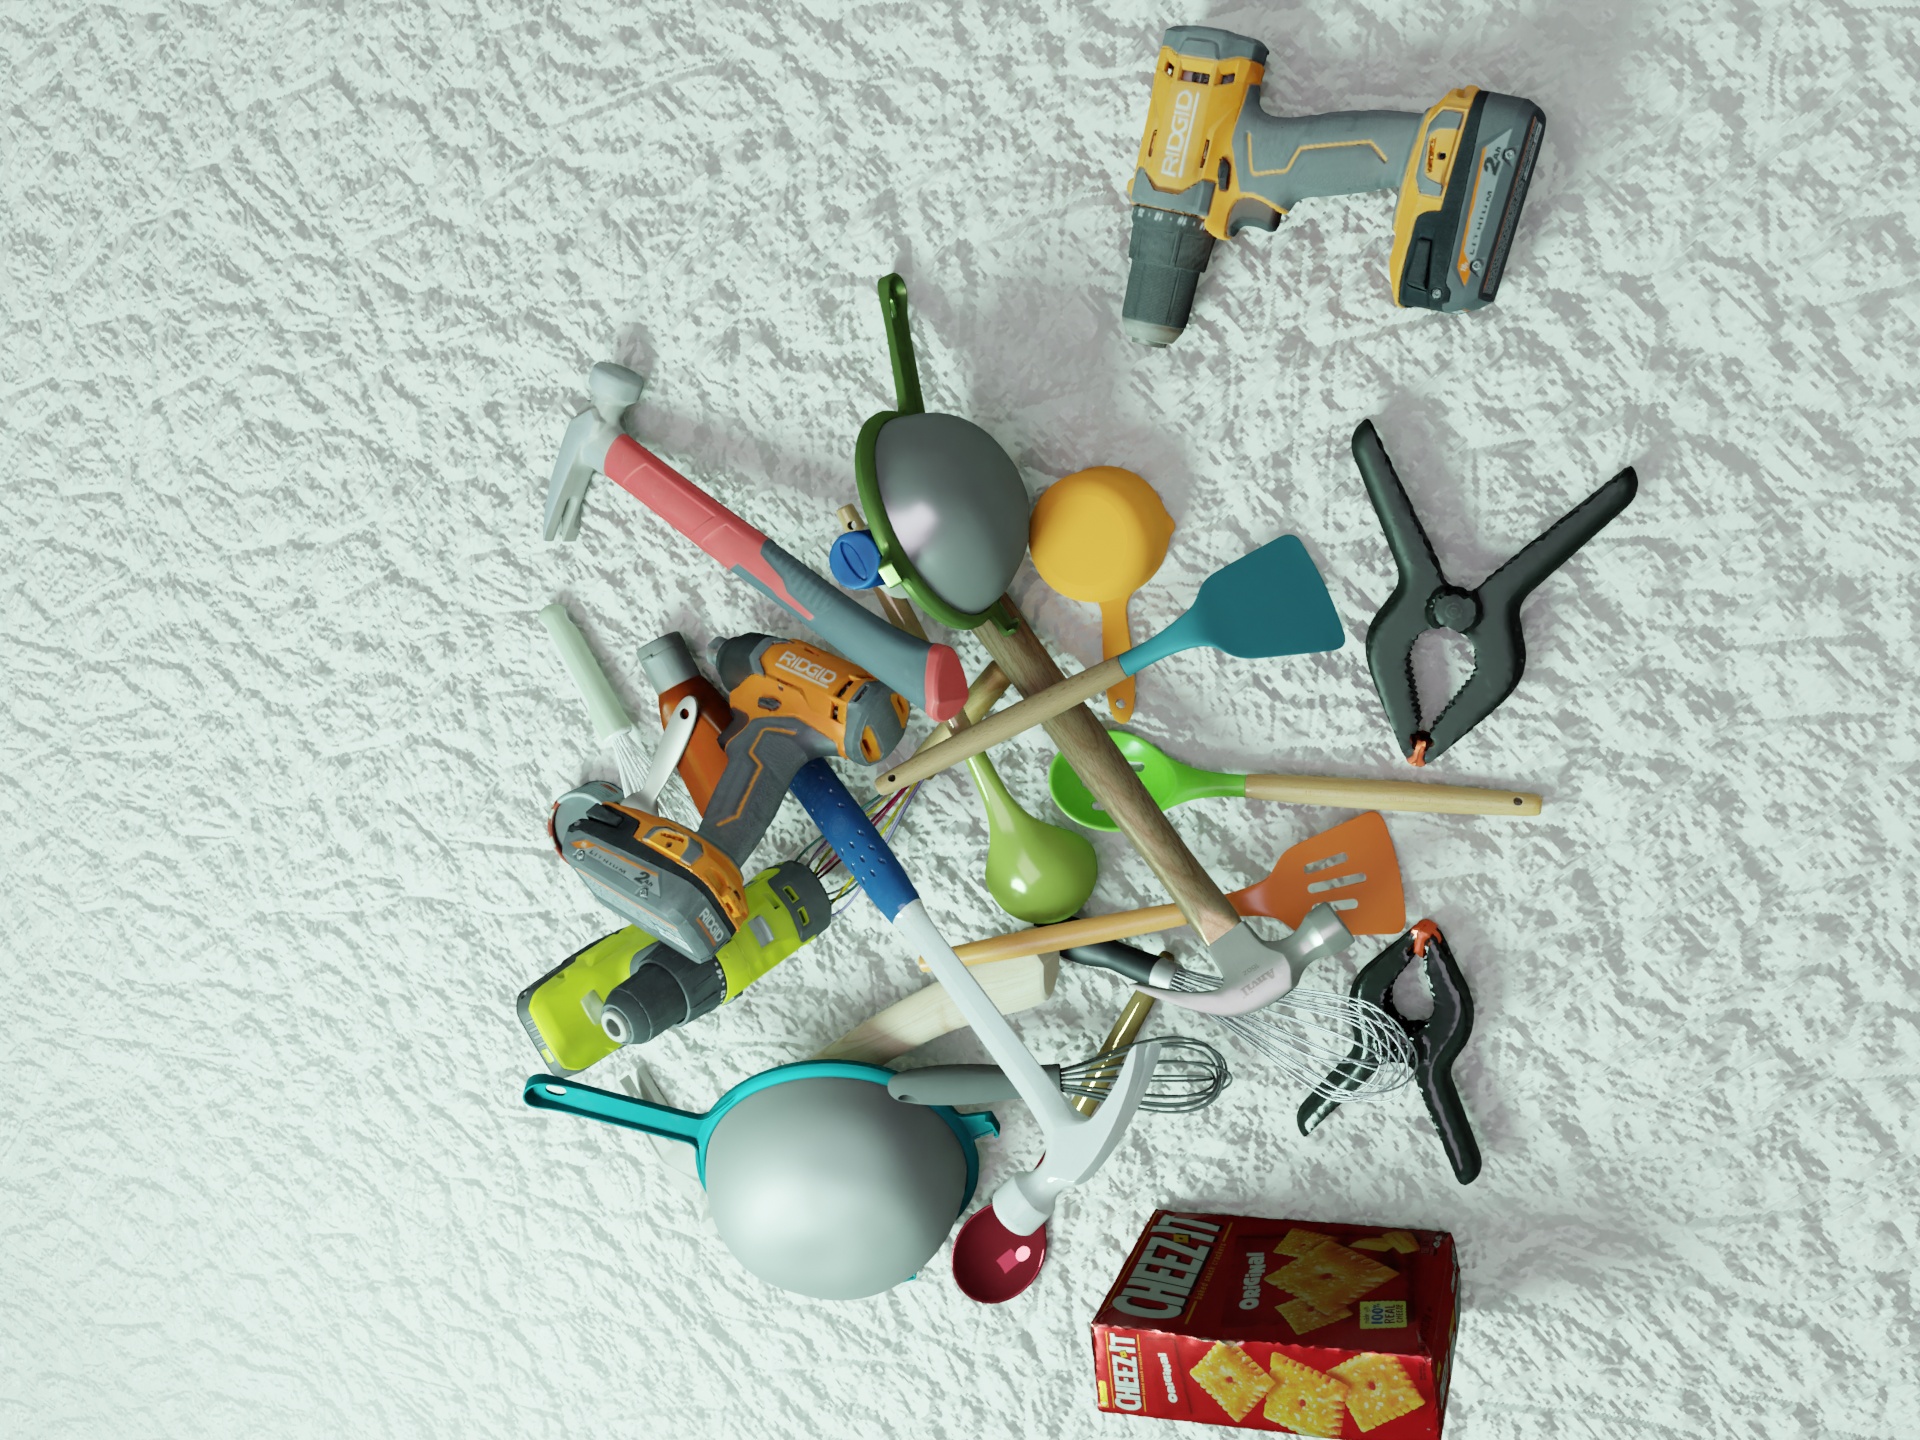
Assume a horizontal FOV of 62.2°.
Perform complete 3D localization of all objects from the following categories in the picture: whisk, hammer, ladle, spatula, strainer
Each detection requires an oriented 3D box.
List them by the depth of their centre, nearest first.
[{"bbox_3d":[-0.006,-0.187,1.021,0.069,0.151,0.256,-21,69,28],"label":"strainer"},{"bbox_3d":[0.086,-0.020,1.026,0.317,0.044,0.082,-26,75,16],"label":"spatula"},{"bbox_3d":[0.102,0.047,1.035,0.130,0.031,0.331,-38,71,7],"label":"hammer"},{"bbox_3d":[0.164,0.181,1.050,0.285,0.070,0.070,18,109,34],"label":"whisk"},{"bbox_3d":[0.127,0.131,1.052,0.322,0.041,0.081,-13,87,15],"label":"spatula"},{"bbox_3d":[-0.026,0.132,1.062,0.144,0.035,0.406,-49,58,15],"label":"hammer"},{"bbox_3d":[-0.002,-0.003,1.084,0.078,0.062,0.320,-27,94,12],"label":"ladle"},{"bbox_3d":[-0.149,-0.100,1.099,0.387,0.038,0.143,37,115,27],"label":"hammer"},{"bbox_3d":[0.067,0.248,1.099,0.239,0.055,0.055,-4,101,6],"label":"whisk"},{"bbox_3d":[-0.152,0.332,1.136,0.340,0.095,0.211,18,122,-12],"label":"strainer"},{"bbox_3d":[-0.044,0.048,1.140,0.051,0.047,0.245,39,109,-2],"label":"whisk"},{"bbox_3d":[0.078,0.295,1.151,0.069,0.031,0.315,24,109,-7],"label":"ladle"},{"bbox_3d":[-0.094,0.250,1.192,0.410,0.038,0.146,-36,86,29],"label":"hammer"},{"bbox_3d":[-0.259,0.018,1.218,0.059,0.058,0.246,-29,85,-9],"label":"whisk"}]

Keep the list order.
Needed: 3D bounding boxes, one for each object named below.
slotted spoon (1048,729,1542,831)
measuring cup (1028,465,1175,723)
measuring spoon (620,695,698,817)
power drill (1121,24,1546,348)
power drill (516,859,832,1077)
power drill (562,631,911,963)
[{"bbox_3d":[0.212,0.047,1.037,0.314,0.031,0.070,3,75,19],"label":"slotted spoon"},{"bbox_3d":[0.092,-0.079,1.044,0.095,0.052,0.173,-3,99,23],"label":"measuring cup"},{"bbox_3d":[-0.223,0.034,1.170,0.034,0.018,0.124,35,112,18],"label":"measuring spoon"},{"bbox_3d":[0.204,-0.296,0.936,0.226,0.084,0.185,20,109,22],"label":"power drill"},{"bbox_3d":[-0.221,0.187,1.143,0.228,0.190,0.080,-26,95,43],"label":"power drill"},{"bbox_3d":[-0.161,0.035,1.081,0.164,0.226,0.084,24,153,30],"label":"power drill"}]
